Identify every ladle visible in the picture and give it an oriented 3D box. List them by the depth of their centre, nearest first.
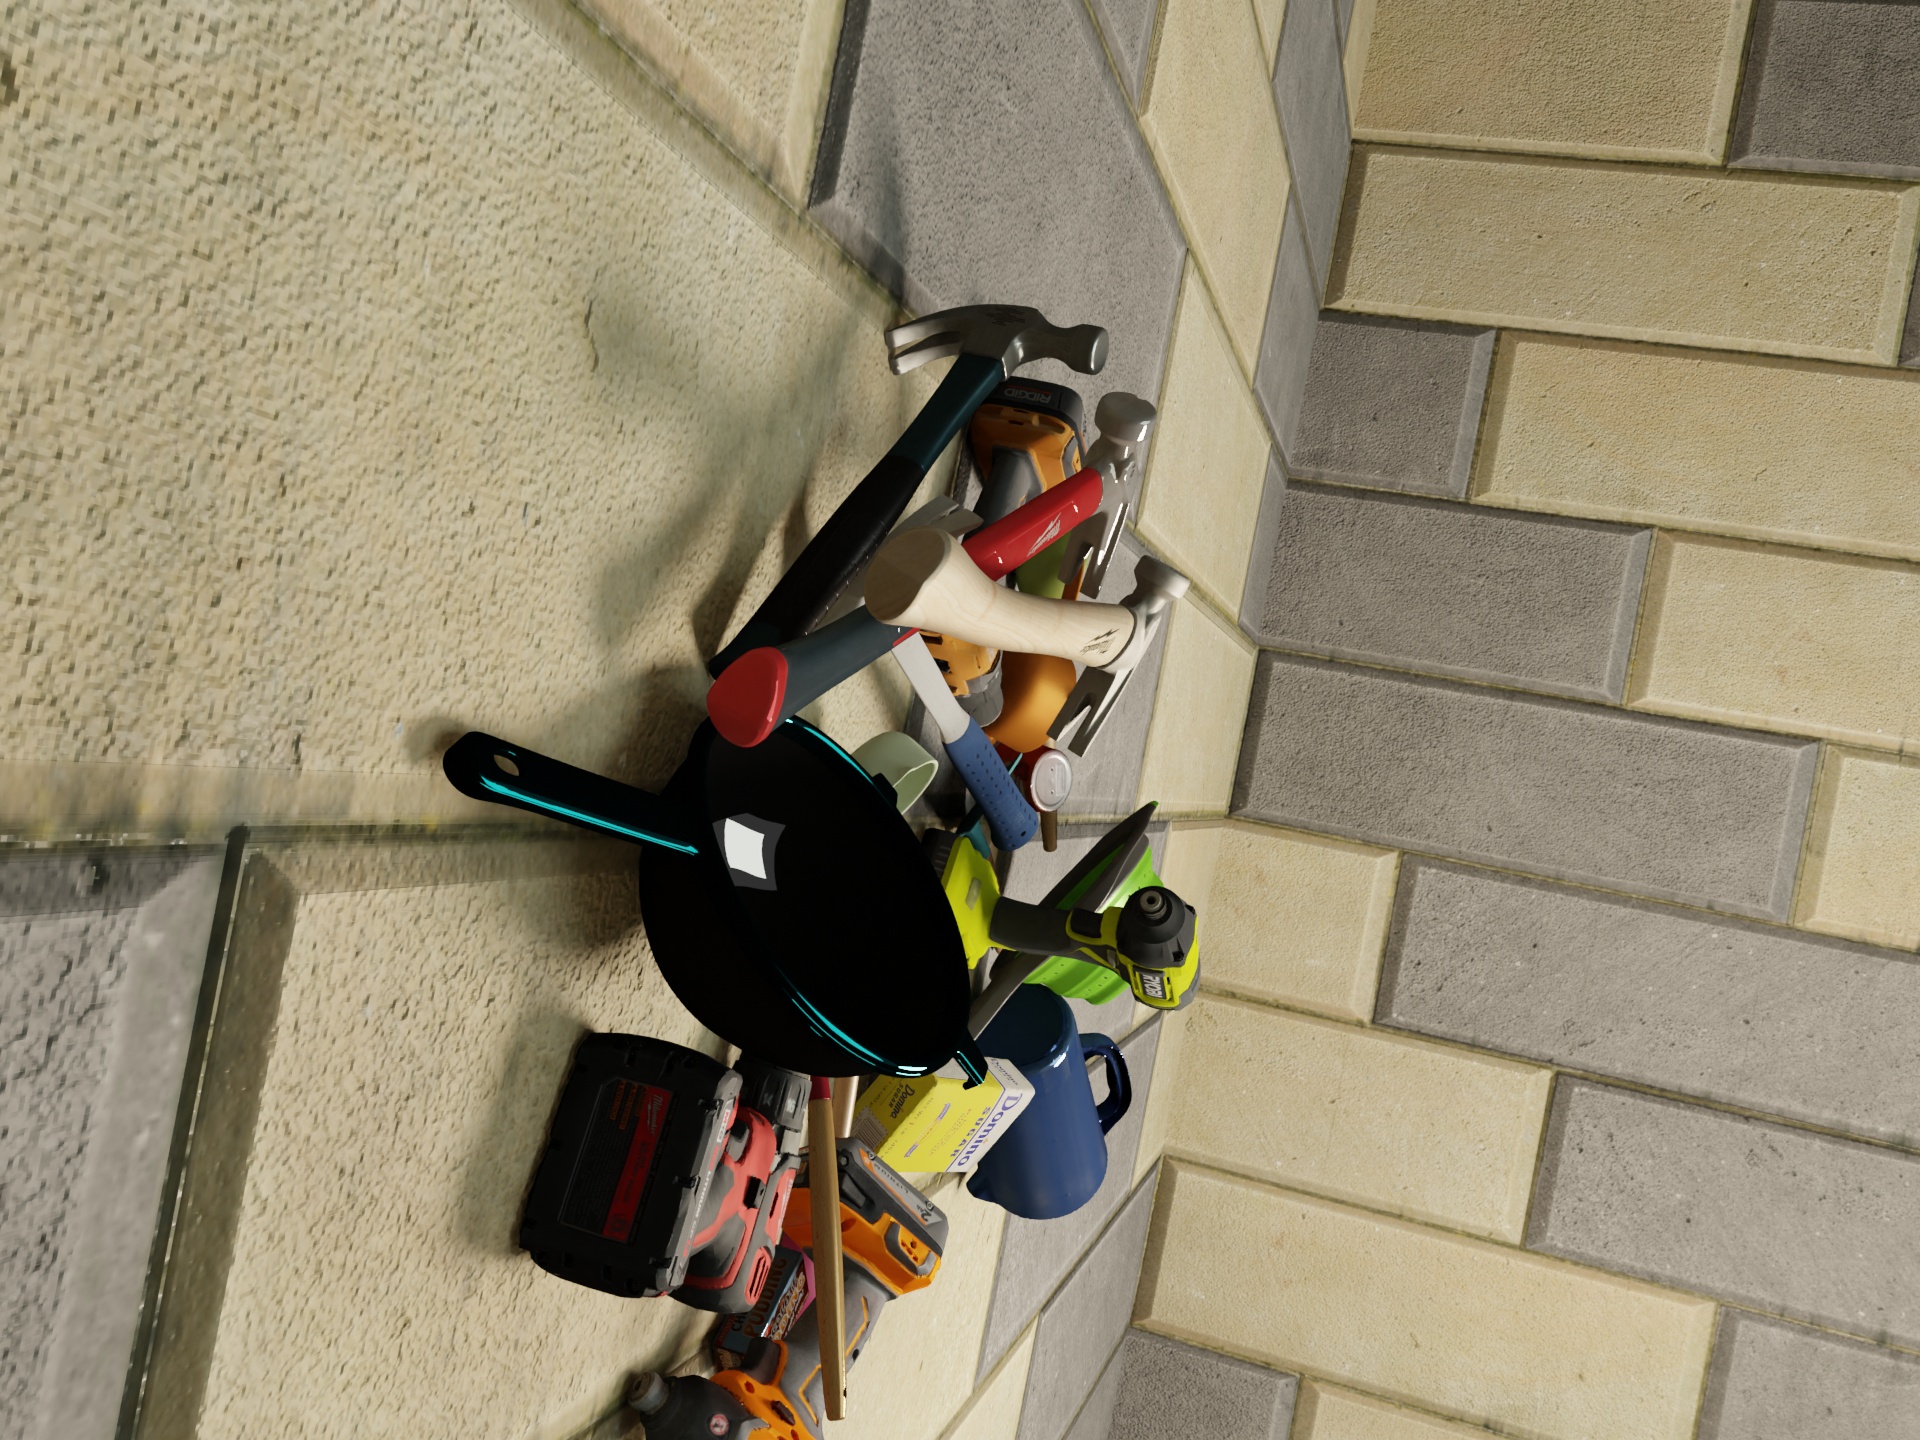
[{"bbox_3d":[-0.084,0.261,0.982,0.069,0.031,0.316,37,45,-63],"label":"ladle"},{"bbox_3d":[0.085,-0.023,1.409,0.078,0.062,0.320,-128,-151,-57],"label":"ladle"}]

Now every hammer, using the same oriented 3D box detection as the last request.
[{"bbox_3d":[-0.006,-0.069,0.905,0.386,0.038,0.143,-37,151,-46],"label":"hammer"},{"bbox_3d":[-0.039,-0.137,0.919,0.331,0.128,0.033,-57,153,-32],"label":"hammer"},{"bbox_3d":[0.038,-0.049,0.932,0.146,0.038,0.410,-60,160,10],"label":"hammer"},{"bbox_3d":[-0.002,-0.003,1.095,0.144,0.035,0.405,-49,153,-10],"label":"hammer"}]

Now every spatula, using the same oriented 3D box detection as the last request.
[{"bbox_3d":[0.030,0.135,1.400,0.082,0.044,0.317,-55,155,-26],"label":"spatula"}]

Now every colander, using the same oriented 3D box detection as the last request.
[{"bbox_3d":[0.081,0.236,1.388,0.397,0.094,0.204,-46,180,-35],"label":"colander"}]

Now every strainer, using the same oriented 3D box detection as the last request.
[{"bbox_3d":[-0.129,0.083,0.765,0.340,0.095,0.211,28,35,-51],"label":"strainer"}]

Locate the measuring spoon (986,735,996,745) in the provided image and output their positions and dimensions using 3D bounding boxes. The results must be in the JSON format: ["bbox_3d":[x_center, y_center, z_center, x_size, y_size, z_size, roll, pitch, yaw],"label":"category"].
[{"bbox_3d":[0.036,-0.028,1.344,0.021,0.011,0.116,-37,145,-61],"label":"measuring spoon"}]

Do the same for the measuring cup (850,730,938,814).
[{"bbox_3d":[-0.085,0.061,0.964,0.167,0.038,0.083,-34,163,-32],"label":"measuring cup"}]

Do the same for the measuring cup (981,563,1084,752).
[{"bbox_3d":[0.057,-0.063,1.278,0.052,0.095,0.174,24,75,-30],"label":"measuring cup"}]

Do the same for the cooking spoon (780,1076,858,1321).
[{"bbox_3d":[-0.083,0.268,1.127,0.068,0.017,0.319,10,86,-41],"label":"cooking spoon"}]

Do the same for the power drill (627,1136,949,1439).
[{"bbox_3d":[-0.106,0.377,0.985,0.164,0.084,0.227,46,44,-22],"label":"power drill"}]

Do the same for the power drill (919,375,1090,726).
[{"bbox_3d":[0.029,-0.117,1.184,0.185,0.084,0.226,70,39,-59],"label":"power drill"}]

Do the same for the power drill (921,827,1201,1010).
[{"bbox_3d":[0.074,0.154,1.239,0.171,0.223,0.080,70,34,-59],"label":"power drill"}]

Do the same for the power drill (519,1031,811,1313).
[{"bbox_3d":[-0.136,0.223,0.861,0.226,0.080,0.188,63,41,-68],"label":"power drill"}]
